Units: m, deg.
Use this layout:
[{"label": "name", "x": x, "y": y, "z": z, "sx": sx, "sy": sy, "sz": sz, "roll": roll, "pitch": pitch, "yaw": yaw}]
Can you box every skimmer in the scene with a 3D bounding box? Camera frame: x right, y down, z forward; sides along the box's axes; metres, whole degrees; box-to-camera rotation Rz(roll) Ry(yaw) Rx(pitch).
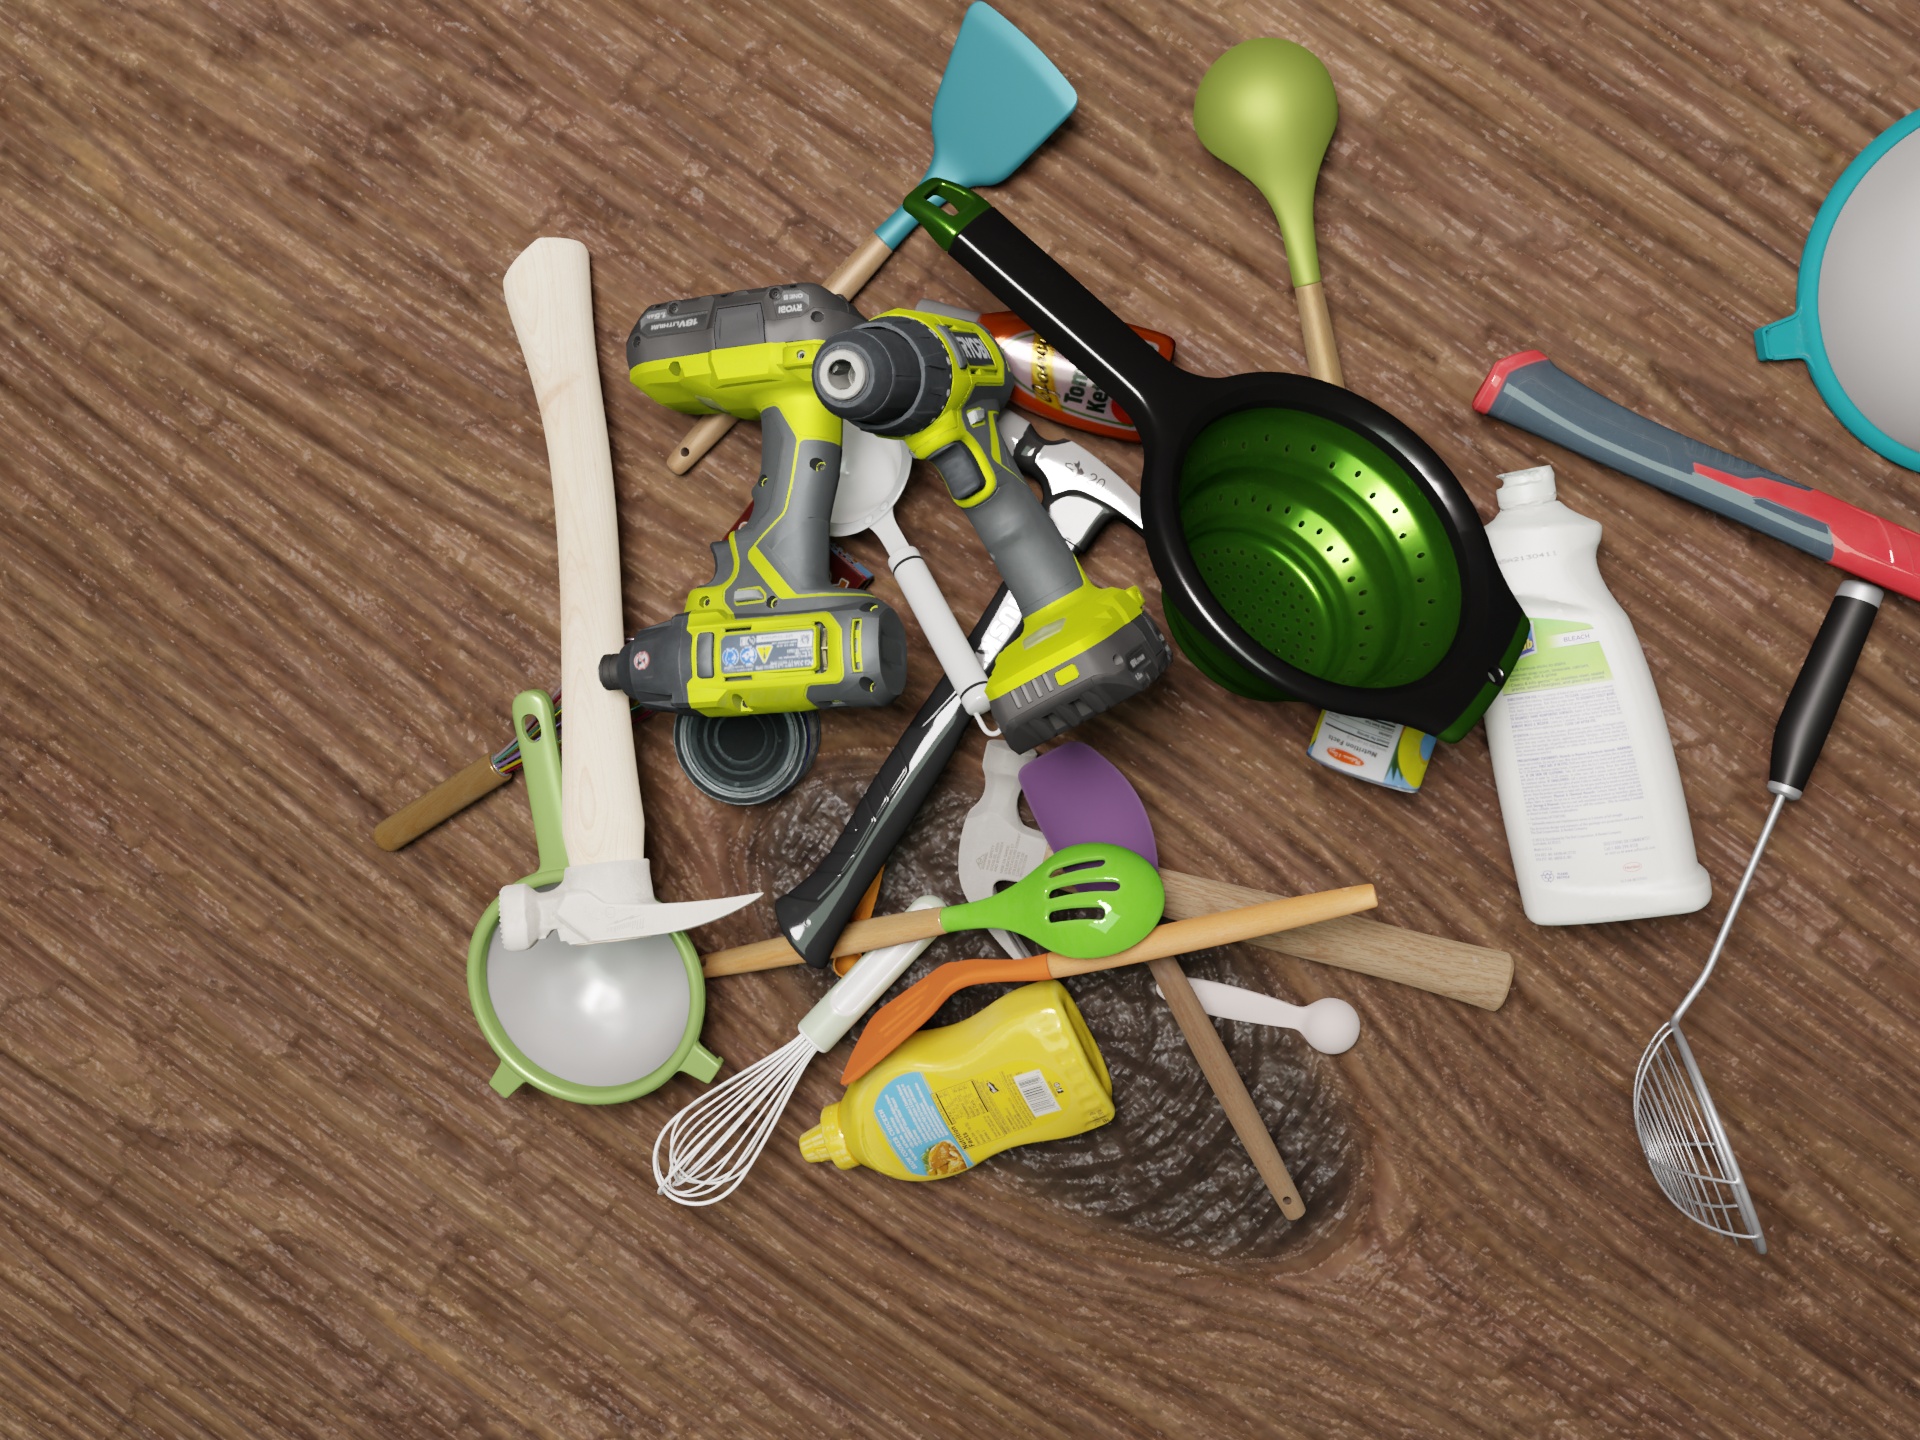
[{"label": "skimmer", "x": 0.460, "y": 0.106, "z": 0.874, "sx": 0.090, "sy": 0.127, "sz": 0.363, "roll": 21, "pitch": 92, "yaw": 22}]

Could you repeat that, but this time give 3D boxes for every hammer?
[{"label": "hammer", "x": -0.205, "y": -0.079, "z": 0.921, "sx": 0.146, "sy": 0.038, "sz": 0.411, "roll": -5, "pitch": 83, "yaw": -10}, {"label": "hammer", "x": -0.001, "y": -0.003, "z": 0.919, "sx": 0.146, "sy": 0.035, "sz": 0.335, "roll": 32, "pitch": 92, "yaw": 7}, {"label": "hammer", "x": 0.456, "y": -0.092, "z": 0.851, "sx": 0.386, "sy": 0.038, "sz": 0.143, "roll": 25, "pitch": 72, "yaw": 7}, {"label": "hammer", "x": 0.159, "y": 0.115, "z": 0.945, "sx": 0.331, "sy": 0.031, "sz": 0.130, "roll": 15, "pitch": 99, "yaw": 5}]

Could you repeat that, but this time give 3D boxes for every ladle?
[{"label": "ladle", "x": 0.198, "y": -0.218, "z": 0.894, "sx": 0.078, "sy": 0.062, "sz": 0.320, "roll": -14, "pitch": 103, "yaw": 3}]

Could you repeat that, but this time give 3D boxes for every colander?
[{"label": "colander", "x": 0.114, "y": -0.131, "z": 0.850, "sx": 0.397, "sy": 0.094, "sz": 0.204, "roll": 42, "pitch": 57, "yaw": 2}]

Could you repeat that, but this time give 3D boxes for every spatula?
[{"label": "spatula", "x": 0.077, "y": 0.142, "z": 0.905, "sx": 0.322, "sy": 0.081, "sz": 0.041, "roll": -15, "pitch": 106, "yaw": 16}, {"label": "spatula", "x": -0.066, "y": -0.260, "z": 0.916, "sx": 0.082, "sy": 0.044, "sz": 0.317, "roll": 46, "pitch": 102, "yaw": 4}, {"label": "spatula", "x": 0.128, "y": 0.155, "z": 0.929, "sx": 0.060, "sy": 0.018, "sz": 0.316, "roll": -27, "pitch": 96, "yaw": 10}]

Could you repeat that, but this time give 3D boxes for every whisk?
[{"label": "whisk", "x": -0.268, "y": 0.015, "z": 0.989, "sx": 0.245, "sy": 0.051, "sz": 0.047, "roll": -31, "pitch": 72, "yaw": 15}, {"label": "whisk", "x": -0.096, "y": 0.199, "z": 0.968, "sx": 0.058, "sy": 0.059, "sz": 0.246, "roll": 43, "pitch": 88, "yaw": 12}]

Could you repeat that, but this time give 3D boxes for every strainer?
[{"label": "strainer", "x": -0.229, "y": 0.103, "z": 0.974, "sx": 0.151, "sy": 0.069, "sz": 0.256, "roll": -7, "pitch": 99, "yaw": 12}, {"label": "strainer", "x": 0.587, "y": -0.281, "z": 0.799, "sx": 0.211, "sy": 0.095, "sz": 0.340, "roll": 32, "pitch": 102, "yaw": 2}, {"label": "strainer", "x": -0.034, "y": -0.094, "z": 0.898, "sx": 0.087, "sy": 0.050, "sz": 0.259, "roll": -36, "pitch": 62, "yaw": 17}]

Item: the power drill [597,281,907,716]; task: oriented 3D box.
[{"label": "power drill", "x": -0.119, "y": -0.114, "z": 0.872, "sx": 0.171, "sy": 0.080, "sz": 0.223, "roll": -3, "pitch": 82, "yaw": 16}]

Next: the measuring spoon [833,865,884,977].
[{"label": "measuring spoon", "x": -0.061, "y": 0.103, "z": 0.985, "sx": 0.021, "sy": 0.011, "sz": 0.117, "roll": 10, "pitch": 96, "yaw": -10}]

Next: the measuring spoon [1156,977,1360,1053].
[{"label": "measuring spoon", "x": 0.179, "y": 0.176, "z": 0.958, "sx": 0.124, "sy": 0.018, "sz": 0.034, "roll": 12, "pitch": 100, "yaw": 7}]

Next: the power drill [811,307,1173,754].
[{"label": "power drill", "x": 0.013, "y": -0.104, "z": 0.808, "sx": 0.080, "sy": 0.190, "sz": 0.228, "roll": -28, "pitch": 92, "yaw": 20}]

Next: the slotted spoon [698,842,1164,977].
[{"label": "slotted spoon", "x": -0.032, "y": 0.124, "z": 0.939, "sx": 0.314, "sy": 0.031, "sz": 0.070, "roll": -14, "pitch": 57, "yaw": 24}]
